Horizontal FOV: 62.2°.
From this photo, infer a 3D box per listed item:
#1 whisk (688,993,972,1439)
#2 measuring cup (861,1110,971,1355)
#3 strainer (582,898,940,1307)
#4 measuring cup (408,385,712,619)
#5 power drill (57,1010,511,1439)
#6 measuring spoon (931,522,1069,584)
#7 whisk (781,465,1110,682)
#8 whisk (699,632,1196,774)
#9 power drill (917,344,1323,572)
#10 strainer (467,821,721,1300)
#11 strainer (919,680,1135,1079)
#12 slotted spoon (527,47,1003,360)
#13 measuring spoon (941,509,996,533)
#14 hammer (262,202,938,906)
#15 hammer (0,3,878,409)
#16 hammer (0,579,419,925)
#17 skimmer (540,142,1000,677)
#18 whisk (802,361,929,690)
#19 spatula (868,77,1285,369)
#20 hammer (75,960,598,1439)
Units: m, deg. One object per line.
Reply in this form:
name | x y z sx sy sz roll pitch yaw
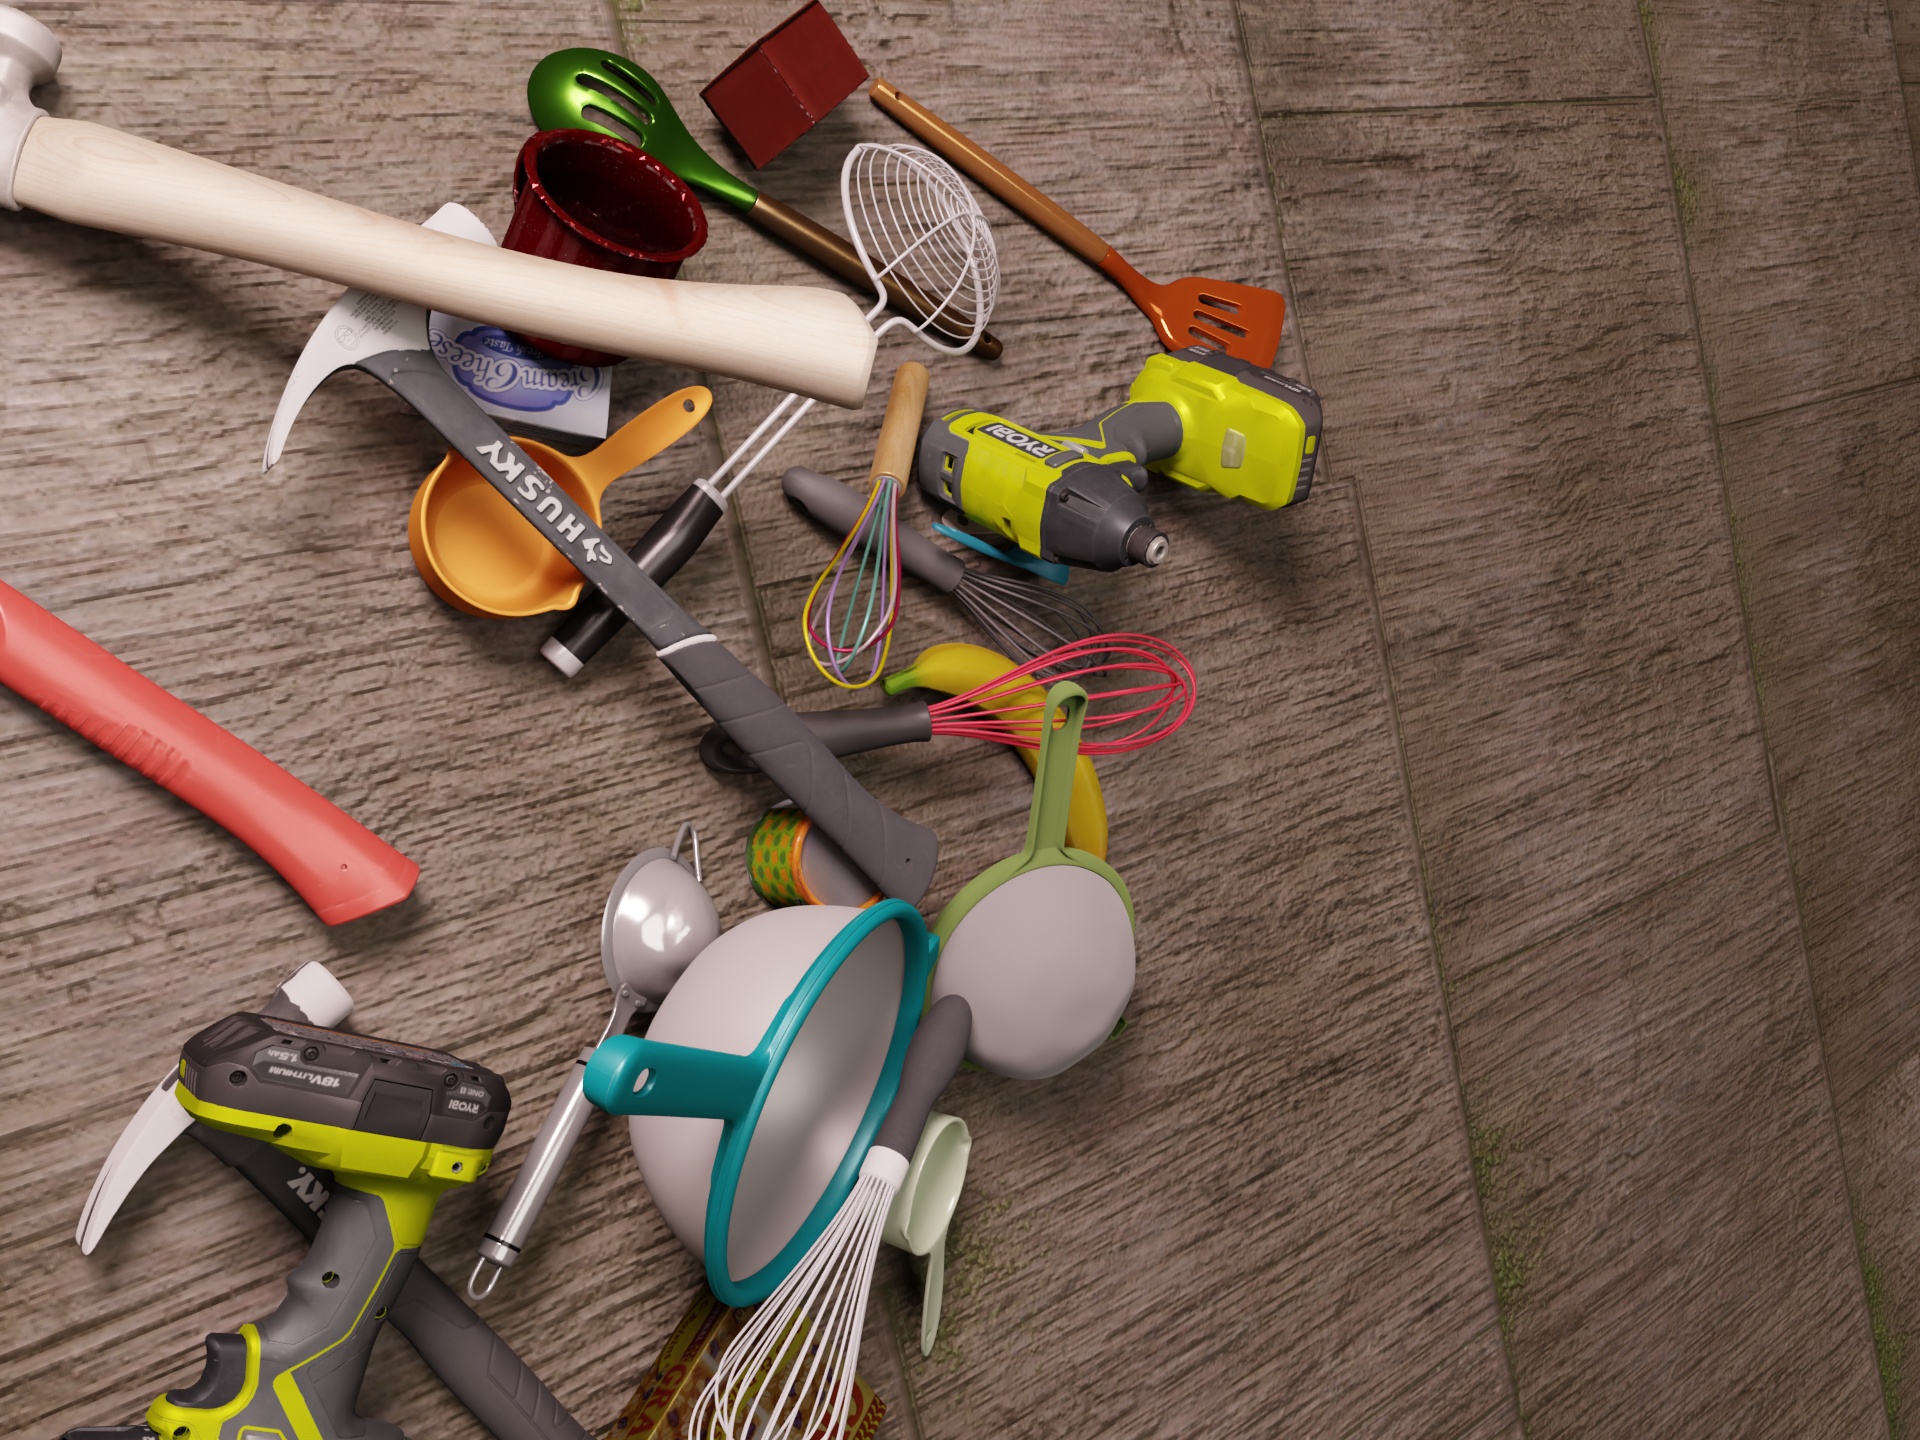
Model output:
whisk | -0.050 0.255 0.798 0.070 0.070 0.285 47 48 -23
measuring cup | -0.029 0.292 0.899 0.083 0.038 0.167 -42 141 -55
strainer | -0.118 0.159 0.743 0.211 0.095 0.340 -67 161 -9
measuring cup | -0.200 -0.118 0.807 0.173 0.052 0.095 -42 109 -27
power drill | -0.298 0.245 0.665 0.190 0.080 0.228 21 77 -33
measuring spoon | 0.026 -0.107 0.947 0.128 0.042 0.021 13 109 -54
whisk | -0.005 -0.085 0.944 0.238 0.055 0.055 29 71 -25
whisk | -0.001 -0.003 0.905 0.295 0.073 0.073 -8 92 -16
power drill | 0.110 -0.154 0.958 0.223 0.171 0.080 -25 132 -37
strainer | -0.176 0.165 0.797 0.086 0.050 0.258 54 52 -47
strainer | 0.058 0.106 0.900 0.151 0.069 0.256 -7 118 -28
slotted spoon | -0.097 -0.284 0.907 0.313 0.031 0.070 24 71 -32
measuring spoon | 0.041 -0.126 1.000 0.124 0.018 0.034 -6 77 -28
hammer | -0.152 -0.047 0.782 0.408 0.036 0.149 47 68 -21
hammer | -0.241 -0.190 0.689 0.410 0.038 0.146 13 76 -6
hammer | -0.387 -0.031 0.689 0.358 0.037 0.149 40 66 -25
skimmer | -0.107 -0.170 0.876 0.363 0.090 0.127 -49 122 -10
whisk | -0.046 -0.116 0.877 0.047 0.051 0.245 13 52 -4
spatula | 0.079 -0.315 1.019 0.322 0.041 0.081 27 73 -29
hammer | -0.259 0.285 0.756 0.146 0.035 0.334 -44 111 -29
